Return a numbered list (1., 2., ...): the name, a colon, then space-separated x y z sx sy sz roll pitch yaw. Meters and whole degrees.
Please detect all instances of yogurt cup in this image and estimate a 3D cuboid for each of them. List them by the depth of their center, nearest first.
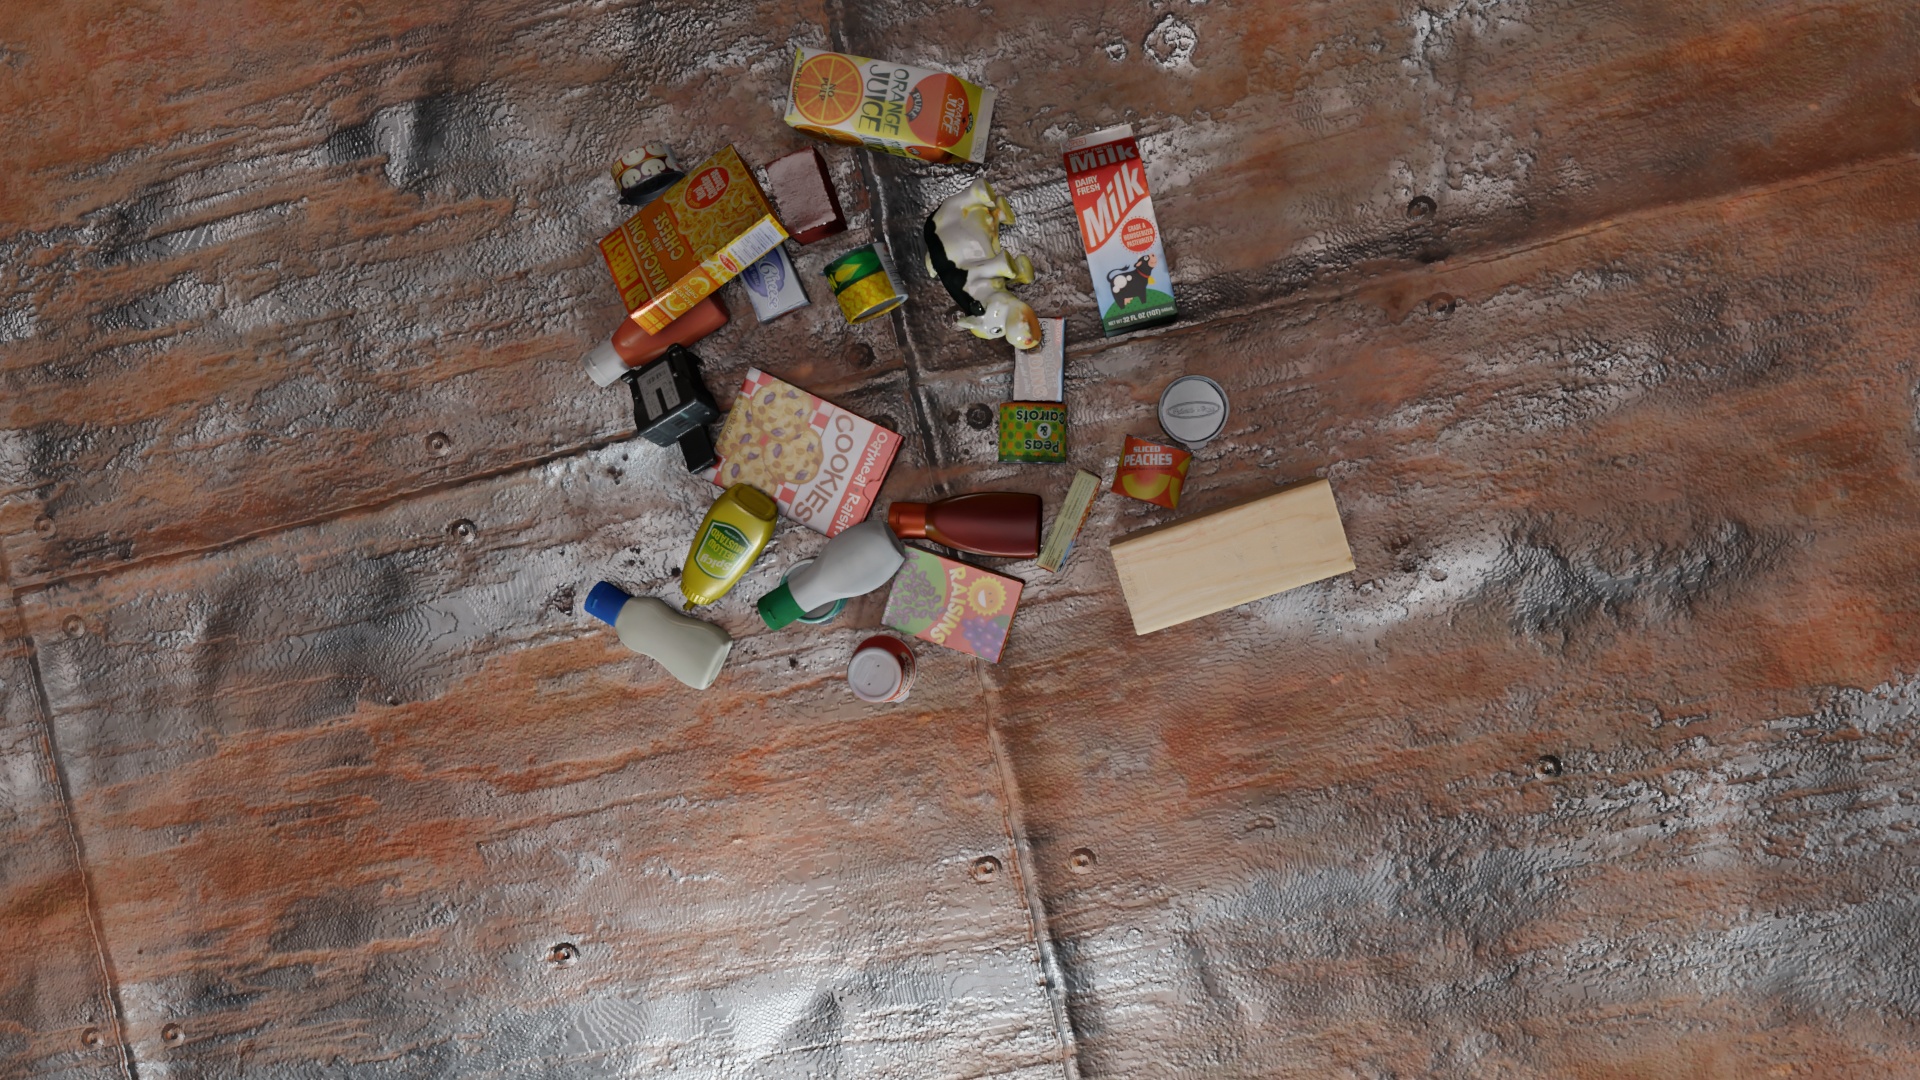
1. yogurt cup: -0.080 0.129 1.367 0.072 0.054 0.072 0 92 7

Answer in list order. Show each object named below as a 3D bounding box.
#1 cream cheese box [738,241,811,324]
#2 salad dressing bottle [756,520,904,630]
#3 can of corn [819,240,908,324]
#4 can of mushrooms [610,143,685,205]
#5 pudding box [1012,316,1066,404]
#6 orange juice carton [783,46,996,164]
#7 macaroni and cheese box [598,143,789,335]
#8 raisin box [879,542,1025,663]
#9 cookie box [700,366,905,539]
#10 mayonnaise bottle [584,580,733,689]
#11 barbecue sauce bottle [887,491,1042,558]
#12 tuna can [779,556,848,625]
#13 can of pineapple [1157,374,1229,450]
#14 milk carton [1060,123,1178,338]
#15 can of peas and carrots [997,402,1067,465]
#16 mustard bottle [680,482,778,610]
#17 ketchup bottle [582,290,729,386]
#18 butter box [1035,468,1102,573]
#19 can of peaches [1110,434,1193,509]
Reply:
1. cream cheese box: -0.194 -0.272 1.381 0.053 0.024 0.104 -24 89 6
2. salad dressing bottle: -0.126 0.036 1.340 0.147 0.044 0.064 -31 99 8
3. can of corn: -0.094 -0.249 1.349 0.071 0.071 0.058 -25 90 7
4. can of mushrooms: -0.311 -0.360 1.369 0.071 0.071 0.033 -25 89 7
5. pudding box: 0.077 -0.175 1.351 0.050 0.030 0.083 3 93 6
6. orange juice carton: -0.065 -0.415 1.337 0.193 0.073 0.071 12 93 5
7. macaroni and cheese box: -0.261 -0.292 1.351 0.166 0.040 0.124 -35 54 7
8. raisin box: -0.007 0.061 1.364 0.123 0.040 0.086 18 93 7
9. cookie box: -0.155 -0.082 1.375 0.167 0.040 0.123 25 95 5
10. mayonnaise bottle: -0.306 0.090 1.399 0.148 0.041 0.064 29 102 6
11. barbecue sauce bottle: 0.005 -0.017 1.358 0.148 0.043 0.065 3 84 7
12. tuna can: -0.145 0.052 1.382 0.071 0.033 0.071 0 92 7
13. can of pineapple: 0.220 -0.122 1.322 0.071 0.058 0.071 0 92 7
14. milk carton: 0.149 -0.295 1.316 0.072 0.073 0.190 -13 90 7
15. can of peas and carrots: 0.070 -0.102 1.334 0.071 0.071 0.058 2 92 7
16. mustard bottle: -0.238 0.018 1.371 0.065 0.049 0.159 33 119 -4
17. ketchup bottle: -0.307 -0.208 1.386 0.149 0.043 0.065 -32 77 7
18. butter box: 0.106 -0.019 1.342 0.024 0.053 0.103 25 94 8
19. can of peaches: 0.181 -0.065 1.322 0.071 0.071 0.058 16 95 6
